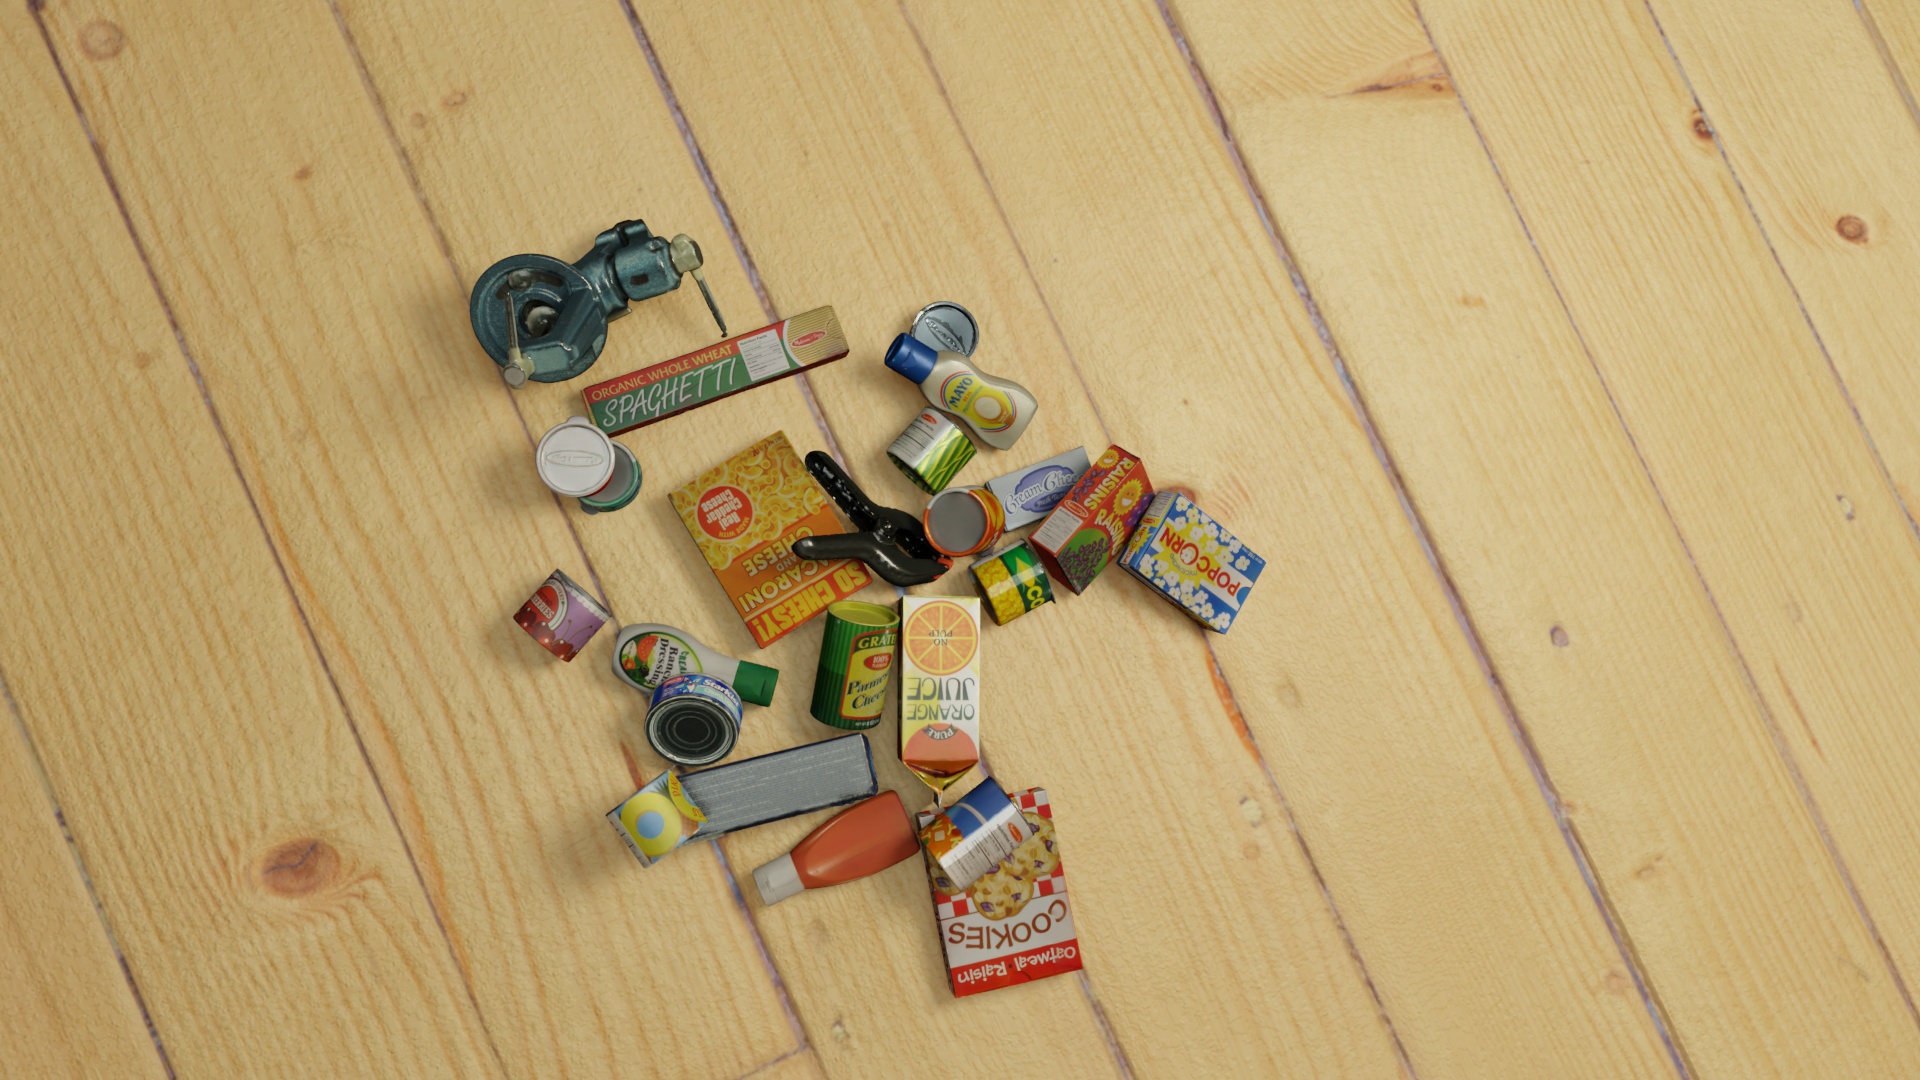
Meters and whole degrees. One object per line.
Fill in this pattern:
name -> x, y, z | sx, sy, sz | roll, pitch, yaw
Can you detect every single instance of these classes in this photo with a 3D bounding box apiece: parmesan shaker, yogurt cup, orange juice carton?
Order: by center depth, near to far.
yogurt cup -> -0.341, -0.069, 1.240 | 0.072, 0.054, 0.072 | 1, 83, -7
parmesan shaker -> -0.095, 0.113, 1.268 | 0.071, 0.071, 0.102 | 9, 103, -6
orange juice carton -> -0.021, 0.148, 1.284 | 0.073, 0.071, 0.193 | 1, 83, -7

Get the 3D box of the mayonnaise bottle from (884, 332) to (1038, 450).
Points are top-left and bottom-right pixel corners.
mayonnaise bottle -> -0.002, -0.144, 1.310 | 0.148, 0.041, 0.064 | 29, 104, -22

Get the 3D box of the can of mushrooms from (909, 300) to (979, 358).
can of mushrooms -> -0.018, -0.194, 1.342 | 0.071, 0.033, 0.071 | 1, 84, -8

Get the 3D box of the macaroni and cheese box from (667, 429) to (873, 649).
macaroni and cheese box -> -0.176, -0.001, 1.296 | 0.124, 0.040, 0.166 | -31, 88, -10

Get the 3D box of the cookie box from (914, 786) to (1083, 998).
cookie box -> 0.035, 0.324, 1.287 | 0.123, 0.040, 0.167 | -11, 85, -9

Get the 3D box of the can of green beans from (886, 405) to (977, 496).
can of green beans -> -0.028, -0.084, 1.312 | 0.071, 0.071, 0.058 | 42, 81, -1

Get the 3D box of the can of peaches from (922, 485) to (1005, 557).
can of peaches -> 0.005, -0.016, 1.301 | 0.071, 0.058, 0.071 | 1, 93, 15

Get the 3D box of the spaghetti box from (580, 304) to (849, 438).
spaghetti box -> -0.231, -0.159, 1.313 | 0.250, 0.028, 0.050 | -21, 87, -9

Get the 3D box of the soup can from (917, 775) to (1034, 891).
soup can -> 0.012, 0.260, 1.240 | 0.084, 0.071, 0.071 | -36, 89, -9

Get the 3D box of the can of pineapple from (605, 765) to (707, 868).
can of pineapple -> -0.257, 0.236, 1.185 | 0.071, 0.071, 0.058 | -36, 89, -10

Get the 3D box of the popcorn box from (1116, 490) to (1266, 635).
popcorn box -> 0.221, 0.021, 1.326 | 0.126, 0.038, 0.085 | 35, 80, -23

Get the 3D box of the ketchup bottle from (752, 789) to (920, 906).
ketchup bottle -> -0.115, 0.286, 1.270 | 0.149, 0.043, 0.064 | -23, 87, -9

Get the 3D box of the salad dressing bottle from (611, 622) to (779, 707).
salad dressing bottle -> -0.242, 0.117, 1.272 | 0.148, 0.044, 0.064 | 15, 88, -6

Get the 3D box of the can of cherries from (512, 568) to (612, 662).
can of cherries -> -0.360, 0.067, 1.249 | 0.071, 0.071, 0.058 | 42, 81, -1

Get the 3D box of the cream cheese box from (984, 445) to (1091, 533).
cream cheese box -> 0.080, -0.049, 1.343 | 0.104, 0.024, 0.053 | -21, 86, -9

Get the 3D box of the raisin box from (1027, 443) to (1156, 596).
raisin box -> 0.128, -0.019, 1.313 | 0.040, 0.086, 0.123 | 35, 78, 35

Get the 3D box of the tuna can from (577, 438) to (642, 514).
tuna can -> -0.331, -0.059, 1.286 | 0.071, 0.033, 0.071 | 1, 83, -7

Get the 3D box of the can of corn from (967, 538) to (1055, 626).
can of corn -> 0.048, 0.042, 1.306 | 0.058, 0.071, 0.071 | -27, 88, -8
